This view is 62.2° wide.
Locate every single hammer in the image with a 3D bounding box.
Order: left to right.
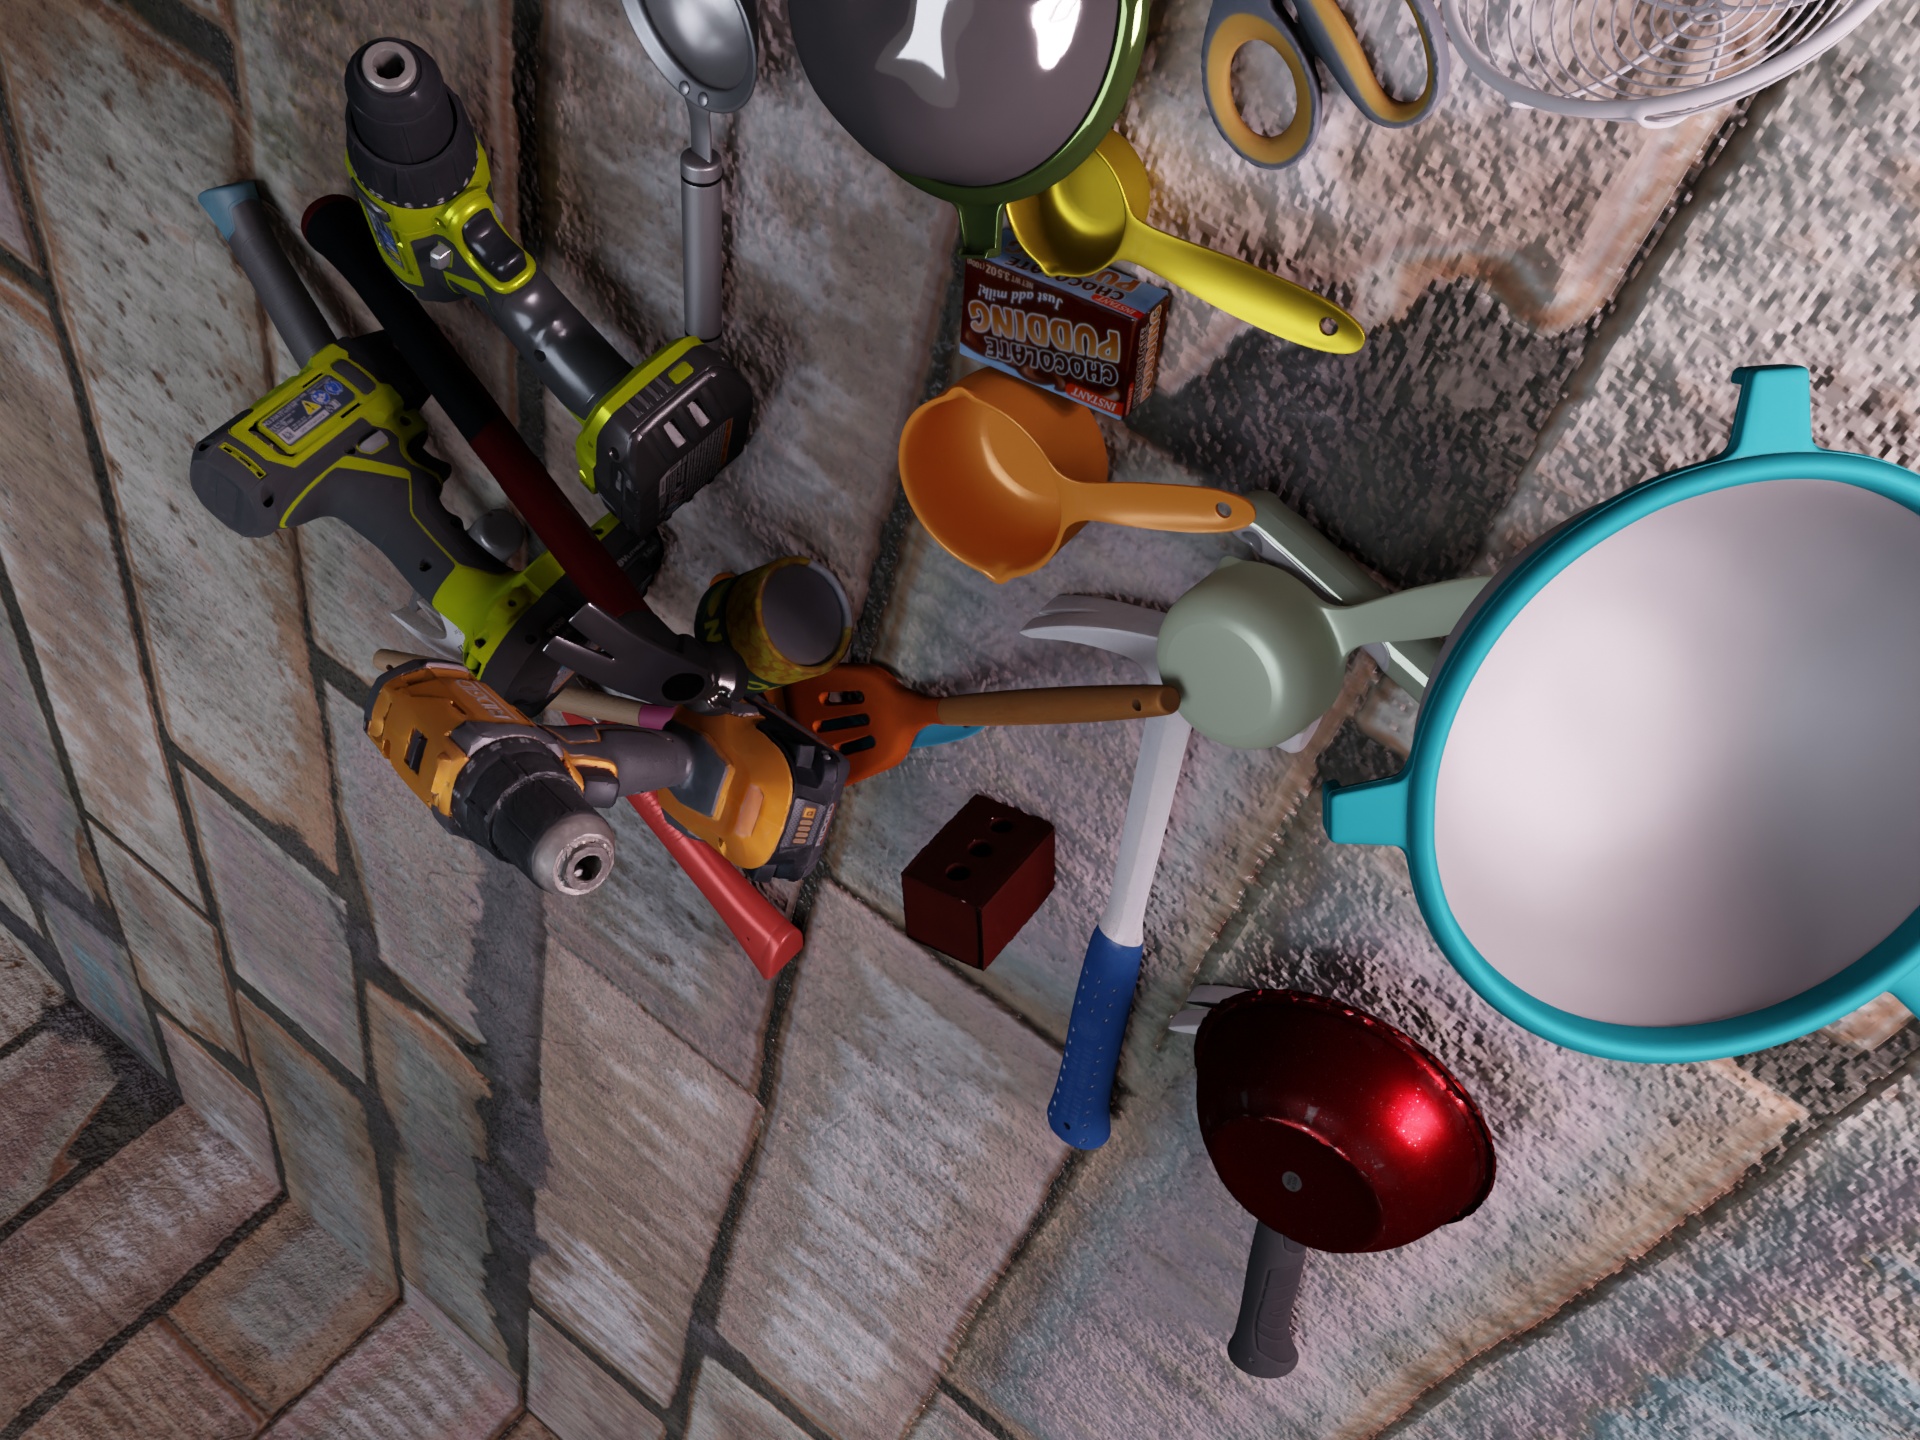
[{"bbox_3d":[-0.374,-0.185,0.990,0.128,0.033,0.331,-21,100,49],"label":"hammer"},{"bbox_3d":[-0.256,-0.156,0.833,0.038,0.143,0.387,-44,68,9],"label":"hammer"},{"bbox_3d":[-0.234,0.029,1.078,0.359,0.037,0.149,53,141,-7],"label":"hammer"},{"bbox_3d":[0.083,0.103,0.853,0.144,0.035,0.405,28,138,21],"label":"hammer"},{"bbox_3d":[0.183,0.282,0.919,0.146,0.035,0.334,23,136,26],"label":"hammer"}]

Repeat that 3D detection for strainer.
[{"bbox_3d":[-0.117,-0.259,0.719,0.087,0.050,0.258,38,147,19],"label":"strainer"},{"bbox_3d":[-0.046,-0.299,0.577,0.256,0.069,0.151,48,133,8],"label":"strainer"},{"bbox_3d":[0.289,0.041,0.562,0.340,0.095,0.211,38,103,-19],"label":"strainer"}]

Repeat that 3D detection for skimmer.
[{"bbox_3d":[0.113,-0.319,0.415,0.127,0.090,0.363,-36,94,19],"label":"skimmer"}]

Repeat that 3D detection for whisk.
[{"bbox_3d":[0.202,-0.007,0.642,0.246,0.059,0.057,44,170,10],"label":"whisk"}]

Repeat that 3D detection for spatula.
[{"bbox_3d":[-0.001,-0.003,0.790,0.323,0.041,0.081,-3,102,60],"label":"spatula"}]

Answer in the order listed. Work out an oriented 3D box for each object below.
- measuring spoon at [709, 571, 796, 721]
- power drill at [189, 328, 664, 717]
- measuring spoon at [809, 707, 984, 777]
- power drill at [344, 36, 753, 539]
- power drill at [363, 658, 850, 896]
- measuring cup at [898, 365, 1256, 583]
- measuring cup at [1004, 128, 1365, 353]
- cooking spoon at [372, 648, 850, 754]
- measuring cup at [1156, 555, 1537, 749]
[{"bbox_3d":[-0.114,-0.032,0.920,0.021,0.011,0.117,-24,101,18],"label":"measuring spoon"},{"bbox_3d":[-0.289,-0.122,0.906,0.223,0.171,0.080,38,142,-4],"label":"power drill"},{"bbox_3d":[-0.032,0.005,0.892,0.128,0.021,0.042,-10,96,37],"label":"measuring spoon"},{"bbox_3d":[-0.208,-0.209,0.775,0.228,0.080,0.190,47,166,-2],"label":"power drill"},{"bbox_3d":[-0.165,0.035,0.812,0.185,0.226,0.084,32,107,43],"label":"power drill"},{"bbox_3d":[0.056,-0.107,0.683,0.174,0.052,0.095,11,130,34],"label":"measuring cup"},{"bbox_3d":[0.088,-0.182,0.609,0.156,0.029,0.062,30,139,15],"label":"measuring cup"},{"bbox_3d":[-0.218,-0.008,0.977,0.319,0.017,0.068,12,128,13],"label":"cooking spoon"},{"bbox_3d":[0.144,-0.029,0.623,0.167,0.038,0.083,-11,107,52],"label":"measuring cup"}]
